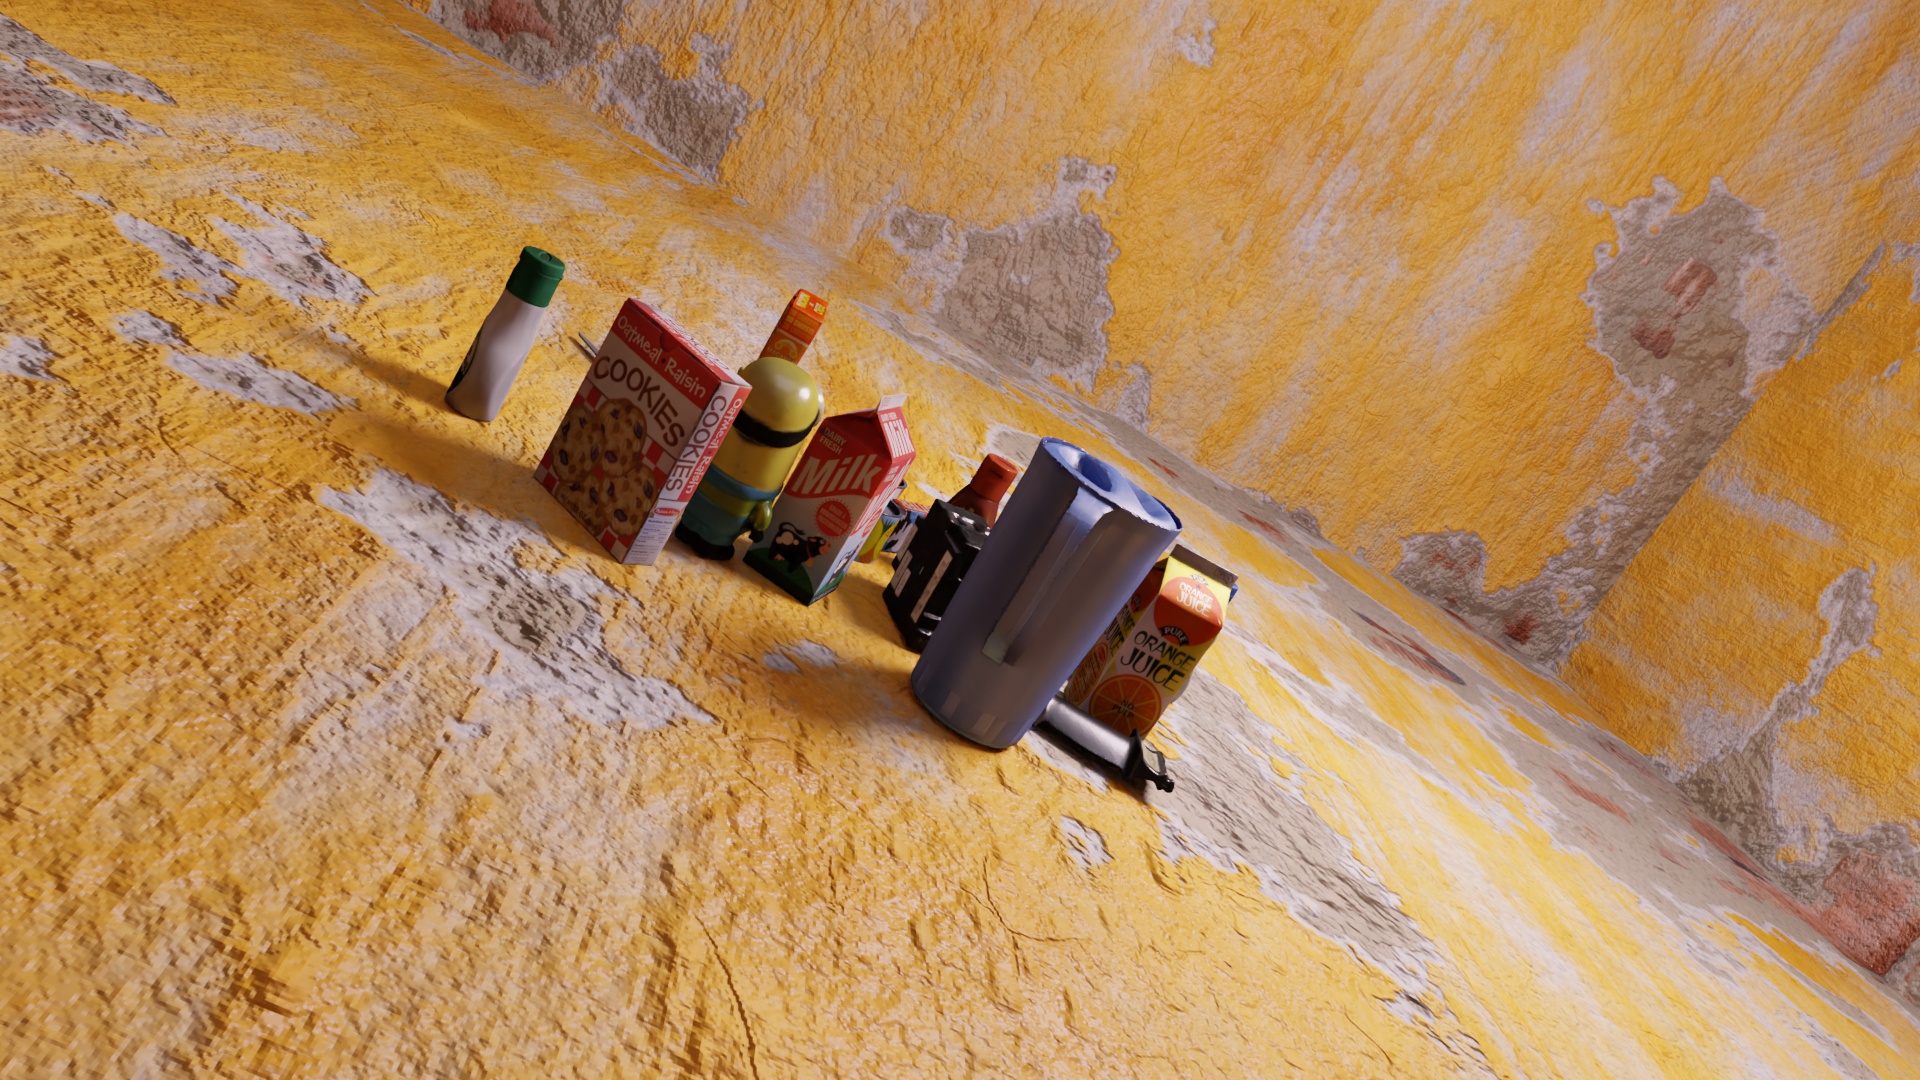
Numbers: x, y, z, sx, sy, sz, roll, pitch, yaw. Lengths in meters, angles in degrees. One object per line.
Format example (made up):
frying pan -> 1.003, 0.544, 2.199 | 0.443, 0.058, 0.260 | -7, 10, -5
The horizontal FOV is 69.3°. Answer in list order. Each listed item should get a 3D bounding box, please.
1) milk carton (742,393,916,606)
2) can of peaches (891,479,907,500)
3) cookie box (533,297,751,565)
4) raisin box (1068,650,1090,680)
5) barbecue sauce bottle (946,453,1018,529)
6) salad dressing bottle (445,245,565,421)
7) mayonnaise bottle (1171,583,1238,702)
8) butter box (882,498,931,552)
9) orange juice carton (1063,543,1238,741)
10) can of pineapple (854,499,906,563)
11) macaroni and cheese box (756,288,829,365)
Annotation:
milk carton -> -0.103, -0.045, 1.198 | 0.073, 0.190, 0.072 | 34, 15, 7
can of peaches -> -0.099, -0.052, 1.477 | 0.071, 0.058, 0.071 | 30, 15, -9
cookie box -> -0.249, -0.084, 1.077 | 0.123, 0.167, 0.040 | 40, 16, 27
raisin box -> 0.137, 0.083, 1.393 | 0.086, 0.123, 0.040 | 26, 16, -21
barbecue sauce bottle -> 0.005, -0.018, 1.401 | 0.065, 0.148, 0.044 | 33, 15, 4
salad dressing bottle -> -0.373, -0.170, 1.143 | 0.044, 0.147, 0.064 | 27, 15, -18
mayonnaise bottle -> 0.244, 0.101, 1.498 | 0.065, 0.147, 0.041 | 29, 15, -11
butter box -> -0.047, -0.011, 1.463 | 0.024, 0.053, 0.103 | 41, 18, 31
orange juice carton -> 0.179, 0.096, 1.302 | 0.072, 0.192, 0.073 | 29, 15, -12
can of pineapple -> -0.098, -0.018, 1.374 | 0.071, 0.057, 0.071 | 30, 15, -9
macaroni and cheese box -> -0.200, -0.181, 1.480 | 0.040, 0.166, 0.124 | 29, 15, -11
